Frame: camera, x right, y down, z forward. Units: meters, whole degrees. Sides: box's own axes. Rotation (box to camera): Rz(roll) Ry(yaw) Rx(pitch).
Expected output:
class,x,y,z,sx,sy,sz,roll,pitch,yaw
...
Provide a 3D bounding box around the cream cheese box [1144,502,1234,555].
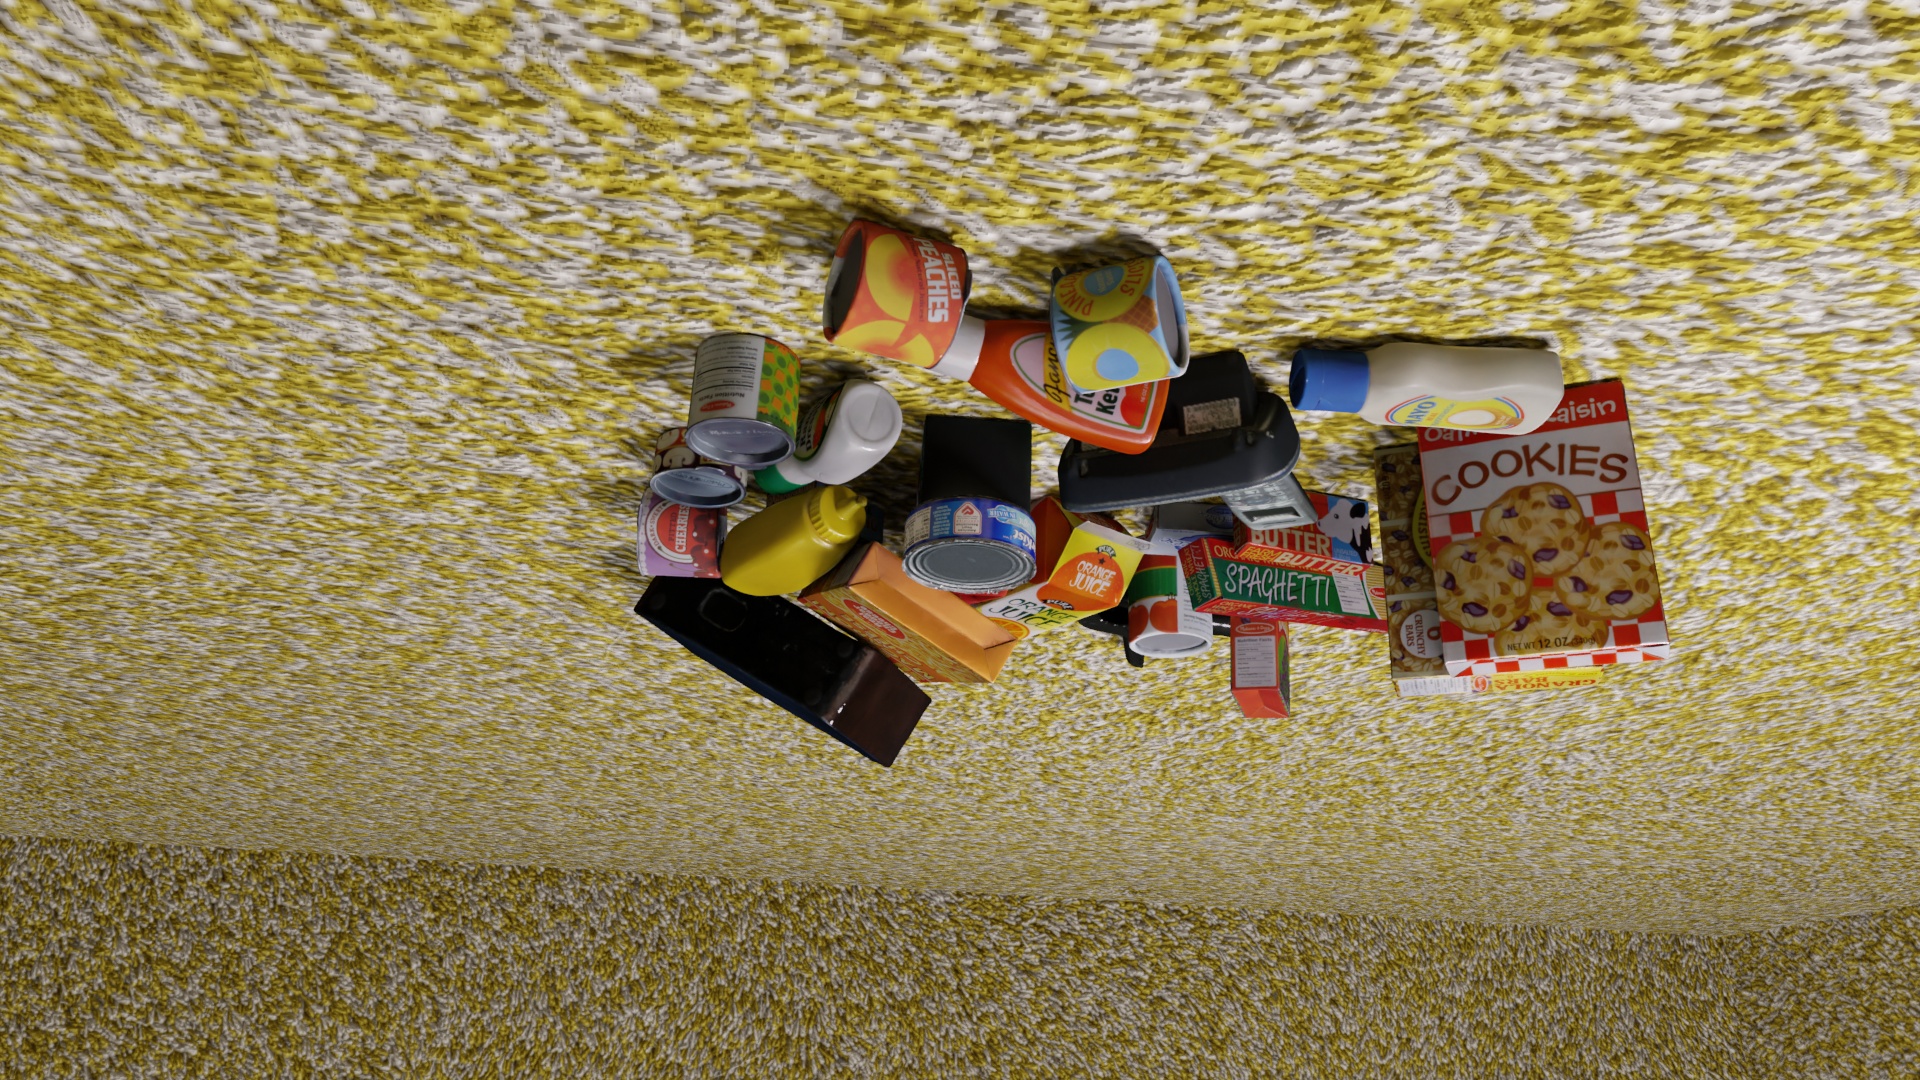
class,x,y,z,sx,sy,sz,roll,pitch,yaw
cream cheese box,0.194,-0.007,1.050,0.104,0.024,0.053,3,159,-2

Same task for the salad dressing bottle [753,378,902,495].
class,x,y,z,sx,sy,sz,roll,pitch,yaw
salad dressing bottle,-0.091,-0.061,0.900,0.044,0.064,0.147,27,157,-24

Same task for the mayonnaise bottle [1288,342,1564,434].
class,x,y,z,sx,sy,sz,roll,pitch,yaw
mayonnaise bottle,0.271,-0.090,0.817,0.148,0.041,0.064,3,159,-3

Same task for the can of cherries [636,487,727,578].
class,x,y,z,sx,sy,sz,roll,pitch,yaw
can of cherries,-0.206,-0.006,1.030,0.058,0.072,0.071,3,157,-3

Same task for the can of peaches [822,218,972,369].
class,x,y,z,sx,sy,sz,roll,pitch,yaw
can of peaches,-0.034,-0.128,0.719,0.058,0.071,0.071,12,155,-21

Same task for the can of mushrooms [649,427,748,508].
class,x,y,z,sx,sy,sz,roll,pitch,yaw
can of mushrooms,-0.179,-0.051,0.964,0.071,0.033,0.070,2,157,1

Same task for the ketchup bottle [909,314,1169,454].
class,x,y,z,sx,sy,sz,roll,pitch,yaw
ketchup bottle,0.044,-0.098,0.798,0.149,0.065,0.043,15,168,-10

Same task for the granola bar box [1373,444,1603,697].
class,x,y,z,sx,sy,sz,roll,pitch,yaw
granola bar box,0.338,0.014,0.901,0.124,0.166,0.039,-6,155,19

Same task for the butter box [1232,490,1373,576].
class,x,y,z,sx,sy,sz,roll,pitch,yaw
butter box,0.246,-0.009,1.002,0.103,0.053,0.024,9,154,-16

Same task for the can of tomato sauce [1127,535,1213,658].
class,x,y,z,sx,sy,sz,roll,pitch,yaw
can of tomato sauce,0.164,0.045,1.099,0.071,0.083,0.071,2,157,1

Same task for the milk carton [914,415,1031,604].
class,x,y,z,sx,sy,sz,roll,pitch,yaw
milk carton,0.004,-0.012,0.989,0.073,0.072,0.189,4,158,-4

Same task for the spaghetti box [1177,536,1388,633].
class,x,y,z,sx,sy,sz,roll,pitch,yaw
spaghetti box,0.259,0.036,1.057,0.250,0.050,0.028,8,152,-41

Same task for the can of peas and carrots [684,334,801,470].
class,x,y,z,sx,sy,sz,roll,pitch,yaw
can of peas and carrots,-0.131,-0.084,0.847,0.071,0.059,0.070,2,158,1

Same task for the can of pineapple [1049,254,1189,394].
class,x,y,z,sx,sy,sz,roll,pitch,yaw
can of pineapple,0.085,-0.116,0.740,0.058,0.071,0.071,-9,155,23

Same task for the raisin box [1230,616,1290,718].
class,x,y,z,sx,sy,sz,roll,pitch,yaw
raisin box,0.239,0.071,1.104,0.040,0.124,0.086,-4,156,19

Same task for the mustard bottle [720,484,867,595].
class,x,y,z,sx,sy,sz,roll,pitch,yaw
mustard bottle,-0.108,-0.004,0.970,0.065,0.049,0.159,14,153,-36

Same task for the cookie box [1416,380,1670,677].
class,x,y,z,sx,sy,sz,roll,pitch,yaw
cookie box,0.352,-0.007,0.848,0.123,0.168,0.040,-8,158,23

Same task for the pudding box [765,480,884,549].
class,x,y,z,sx,sy,sz,roll,pitch,yaw
pudding box,-0.100,-0.019,1.039,0.049,0.030,0.083,-14,153,31

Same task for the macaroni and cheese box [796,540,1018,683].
class,x,y,z,sx,sy,sz,roll,pitch,yaw
macaroni and cheese box,-0.043,0.056,1.008,0.123,0.040,0.166,35,165,-12

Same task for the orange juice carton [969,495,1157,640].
class,x,y,z,sx,sy,sz,roll,pitch,yaw
orange juice carton,0.058,0.022,1.068,0.072,0.073,0.192,20,151,-34
